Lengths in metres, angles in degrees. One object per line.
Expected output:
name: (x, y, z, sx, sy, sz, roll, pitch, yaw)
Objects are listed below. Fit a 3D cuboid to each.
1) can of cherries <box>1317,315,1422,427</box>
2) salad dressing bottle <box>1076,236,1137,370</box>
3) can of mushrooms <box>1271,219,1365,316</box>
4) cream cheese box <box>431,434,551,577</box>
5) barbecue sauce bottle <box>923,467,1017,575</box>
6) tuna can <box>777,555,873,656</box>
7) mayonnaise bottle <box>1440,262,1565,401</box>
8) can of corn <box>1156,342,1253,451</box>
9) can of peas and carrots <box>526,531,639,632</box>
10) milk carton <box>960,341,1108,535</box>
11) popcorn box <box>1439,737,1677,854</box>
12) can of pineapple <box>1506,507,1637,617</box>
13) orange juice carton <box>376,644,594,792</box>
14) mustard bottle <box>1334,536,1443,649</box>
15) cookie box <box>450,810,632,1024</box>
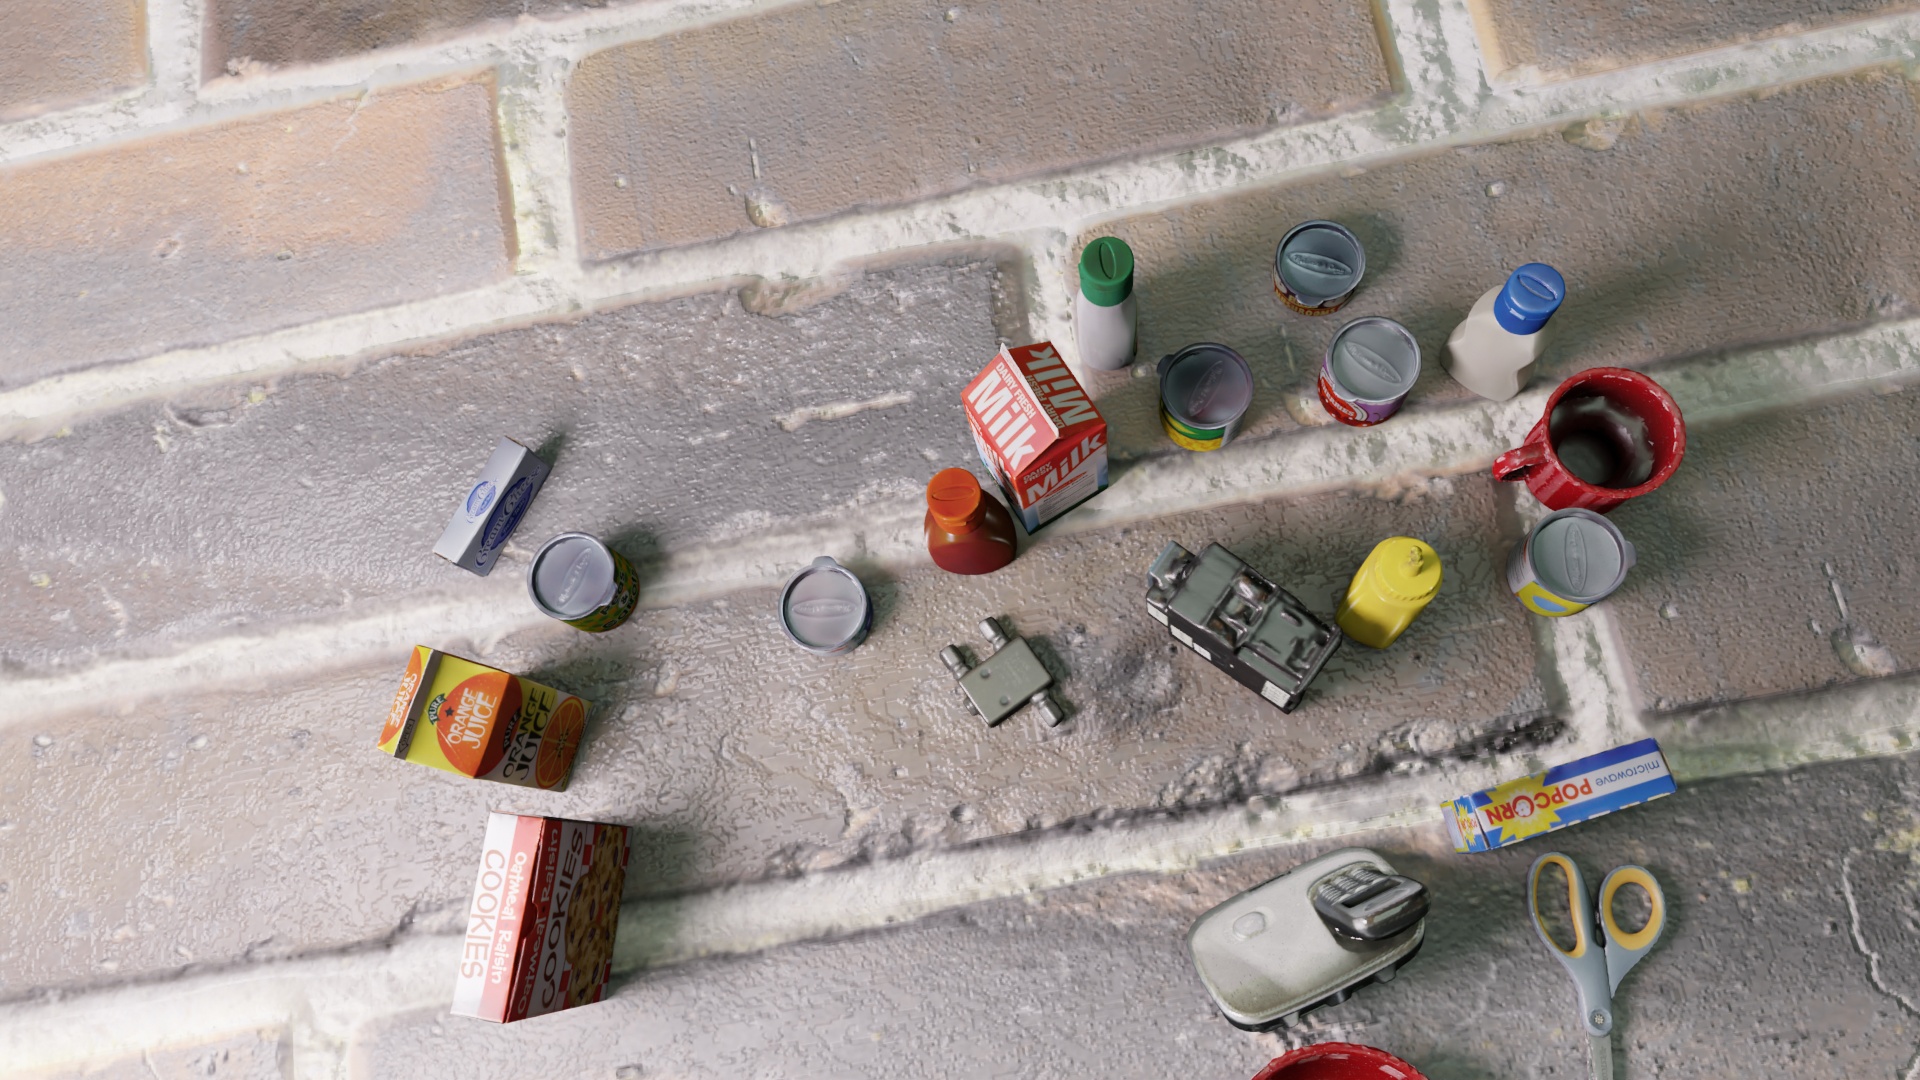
can of cherries: (0.294, -0.120, 1.011, 0.071, 0.058, 0.071, -1, 76, 6)
salad dressing bottle: (0.106, -0.169, 0.998, 0.044, 0.147, 0.064, -10, 75, 4)
can of mushrooms: (0.269, -0.203, 1.049, 0.071, 0.033, 0.071, -1, 75, 6)
cream cheese box: (-0.355, -0.025, 1.059, 0.024, 0.053, 0.104, 27, 80, 12)
barbecue sauce bottle: (0.003, -0.012, 0.968, 0.065, 0.148, 0.044, -6, 75, 5)
tuna can: (-0.099, 0.049, 1.023, 0.071, 0.032, 0.071, -1, 75, 6)
mayonnaise bottle: (0.379, -0.145, 0.962, 0.065, 0.148, 0.041, 37, 83, 13)
can of corn: (0.177, -0.106, 1.020, 0.071, 0.058, 0.071, -1, 76, 6)
can of peas and carrots: (-0.277, 0.033, 1.033, 0.071, 0.058, 0.071, -1, 76, 6)
milk carton: (0.053, -0.073, 0.956, 0.073, 0.190, 0.072, -31, 75, -2)
popcorn box: (0.389, 0.169, 0.912, 0.127, 0.085, 0.038, -18, 75, 1)
can of pineapple: (0.421, 0.017, 0.962, 0.071, 0.057, 0.071, -1, 76, 6)
orange juice carton: (-0.327, 0.122, 0.945, 0.073, 0.192, 0.072, 15, 78, 10)
mustard bottle: (0.287, 0.030, 0.920, 0.049, 0.160, 0.065, 30, 81, 12)
cookie box: (-0.270, 0.246, 0.920, 0.040, 0.167, 0.123, 5, 76, 8)
